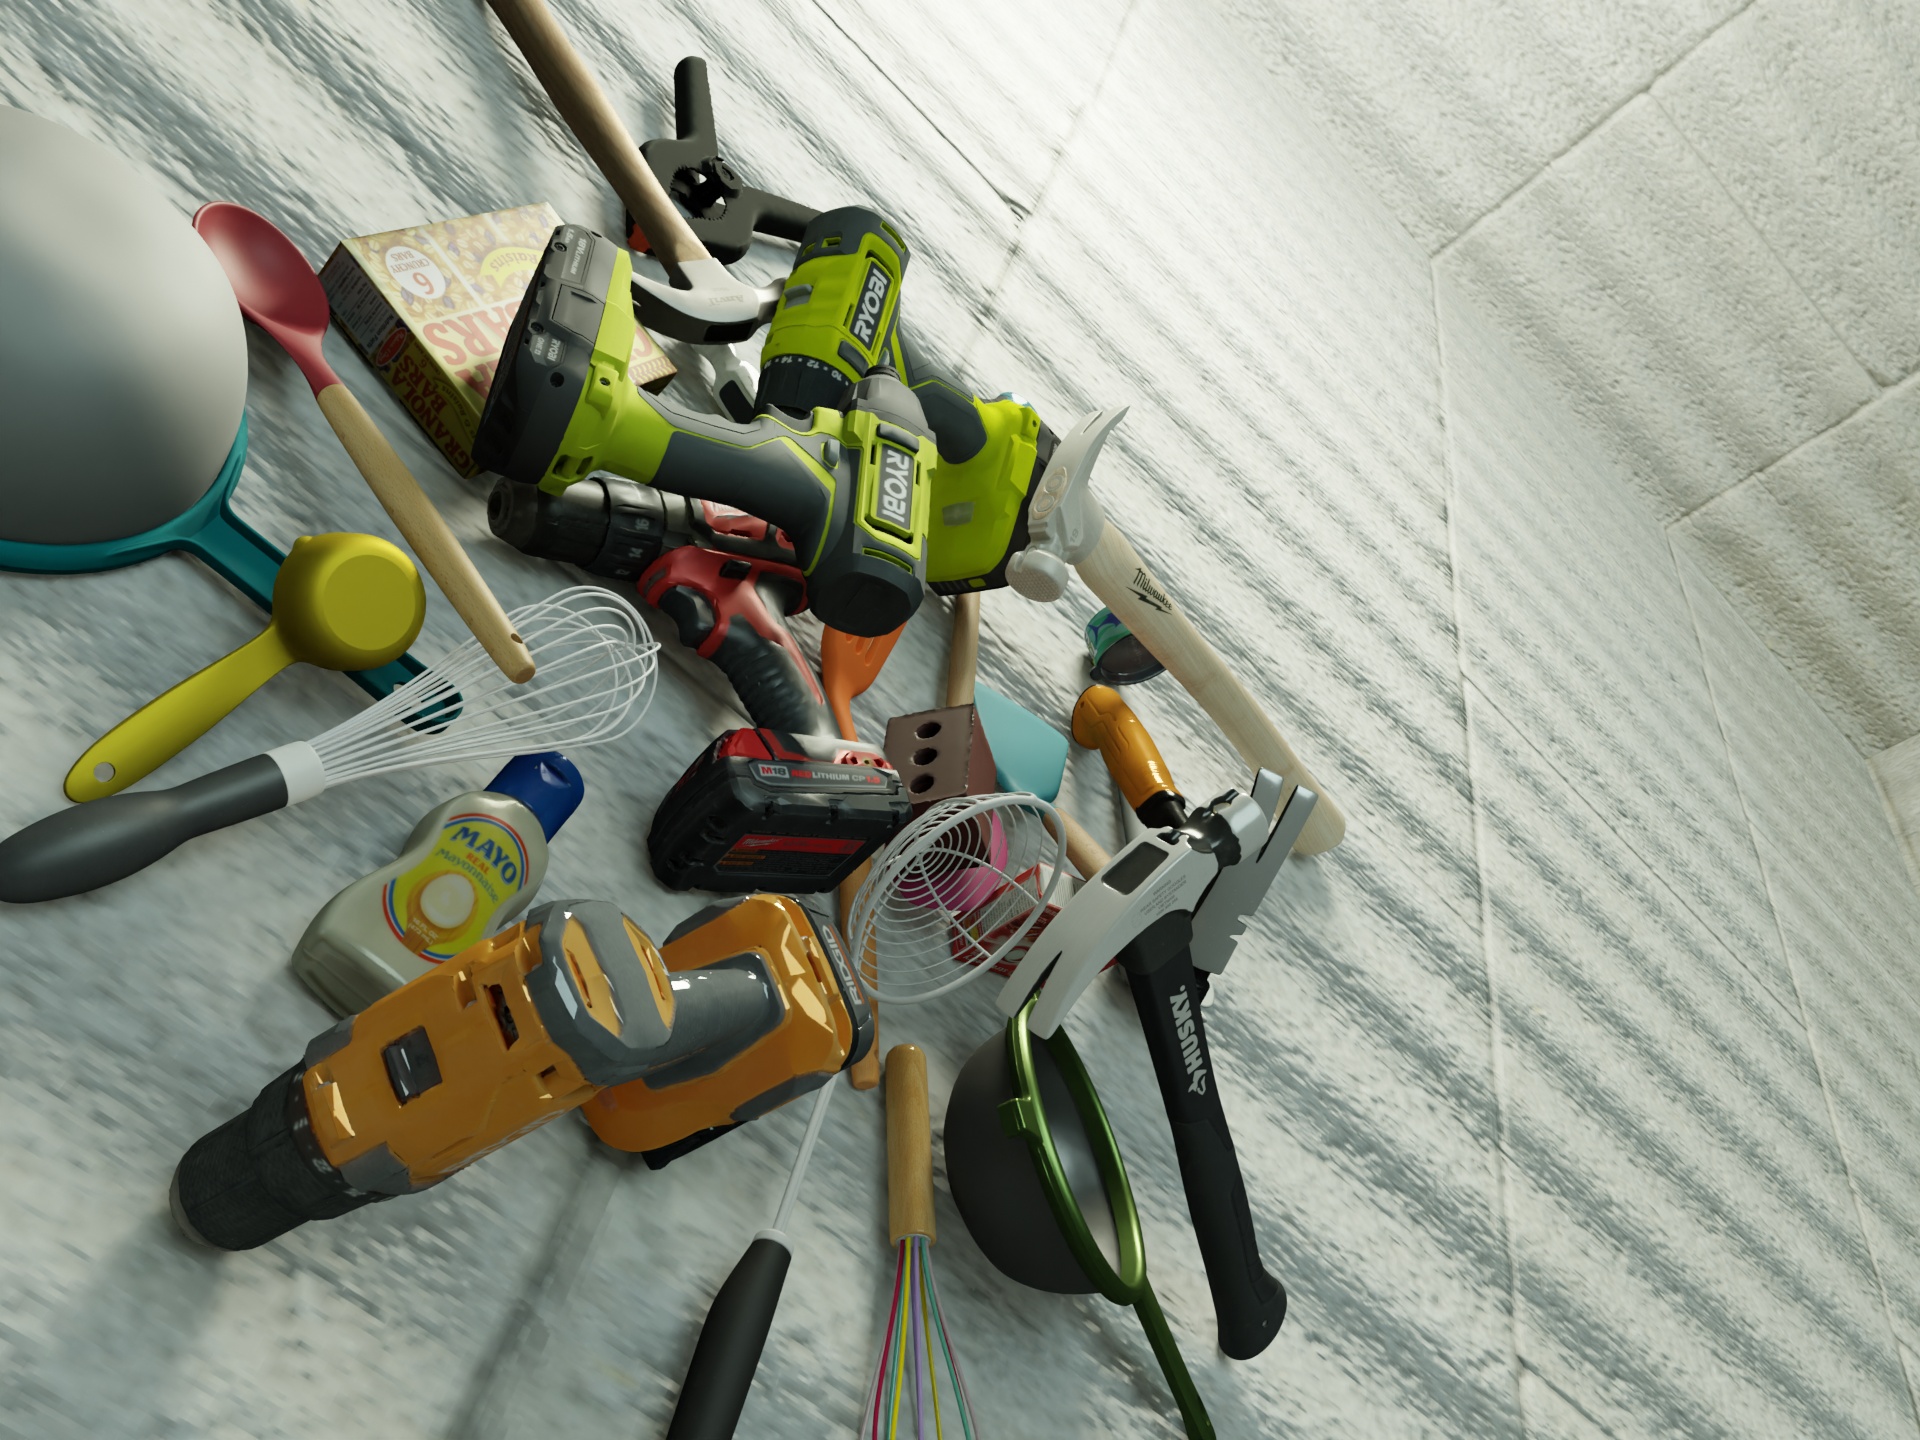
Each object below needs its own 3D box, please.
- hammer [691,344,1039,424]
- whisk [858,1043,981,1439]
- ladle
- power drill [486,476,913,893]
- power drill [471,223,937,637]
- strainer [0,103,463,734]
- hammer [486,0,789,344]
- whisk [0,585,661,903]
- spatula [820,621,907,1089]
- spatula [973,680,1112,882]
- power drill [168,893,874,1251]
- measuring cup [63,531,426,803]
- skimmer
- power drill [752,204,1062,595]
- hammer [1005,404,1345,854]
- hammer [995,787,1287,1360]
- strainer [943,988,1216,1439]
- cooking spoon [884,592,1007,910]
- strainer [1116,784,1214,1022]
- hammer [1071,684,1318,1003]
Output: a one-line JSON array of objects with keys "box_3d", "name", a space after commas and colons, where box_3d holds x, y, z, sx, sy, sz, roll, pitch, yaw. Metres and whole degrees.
[{"box_3d": [-0.045, -0.216, 1.108, 0.331, 0.033, 0.128, -12, 69, -54], "name": "hammer"}, {"box_3d": [-0.021, 0.253, 0.713, 0.047, 0.051, 0.245, 25, 40, -28], "name": "whisk"}, {"box_3d": [-0.263, -0.127, 0.699, 0.316, 0.031, 0.069, 50, 21, 26], "name": "ladle"}, {"box_3d": [-0.132, -0.031, 0.800, 0.187, 0.080, 0.227, 7, 51, -41], "name": "power drill"}, {"box_3d": [-0.118, -0.151, 0.806, 0.223, 0.080, 0.171, 21, 49, -23], "name": "power drill"}, {"box_3d": [-0.322, -0.127, 0.635, 0.340, 0.095, 0.211, 42, 35, -15], "name": "strainer"}, {"box_3d": [-0.223, -0.362, 0.990, 0.130, 0.031, 0.331, -20, 69, -37], "name": "hammer"}, {"box_3d": [-0.234, 0.011, 0.630, 0.284, 0.070, 0.070, -26, 81, -43], "name": "whisk"}, {"box_3d": [-0.050, 0.043, 0.863, 0.080, 0.041, 0.323, 53, 25, -51], "name": "spatula"}, {"box_3d": [0.066, 0.056, 0.906, 0.082, 0.044, 0.318, 32, 7, -22], "name": "spatula"}, {"box_3d": [-0.150, 0.129, 0.583, 0.084, 0.185, 0.226, 64, 16, 15], "name": "power drill"}, {"box_3d": [-0.272, -0.018, 0.614, 0.156, 0.029, 0.062, -47, 123, -35], "name": "measuring cup"}, {"box_3d": [-0.035, 0.179, 0.693, 0.127, 0.090, 0.364, 85, 18, -45], "name": "skimmer"}, {"box_3d": [-0.037, -0.173, 0.977, 0.228, 0.080, 0.191, 39, 57, -44], "name": "power drill"}, {"box_3d": [0.175, -0.037, 1.117, 0.410, 0.038, 0.146, 45, 59, -38], "name": "hammer"}, {"box_3d": [0.113, 0.202, 0.780, 0.146, 0.035, 0.334, -33, 125, -25], "name": "hammer"}, {"box_3d": [0.053, 0.264, 0.785, 0.151, 0.069, 0.256, -74, 141, -74], "name": "strainer"}, {"box_3d": [-0.002, -0.003, 0.968, 0.068, 0.017, 0.319, 6, 40, -1], "name": "cooking spoon"}, {"box_3d": [0.118, 0.098, 1.022, 0.086, 0.050, 0.259, 39, 30, -31], "name": "strainer"}, {"box_3d": [0.115, 0.036, 0.932, 0.034, 0.127, 0.337, 23, 14, -14], "name": "hammer"}]
